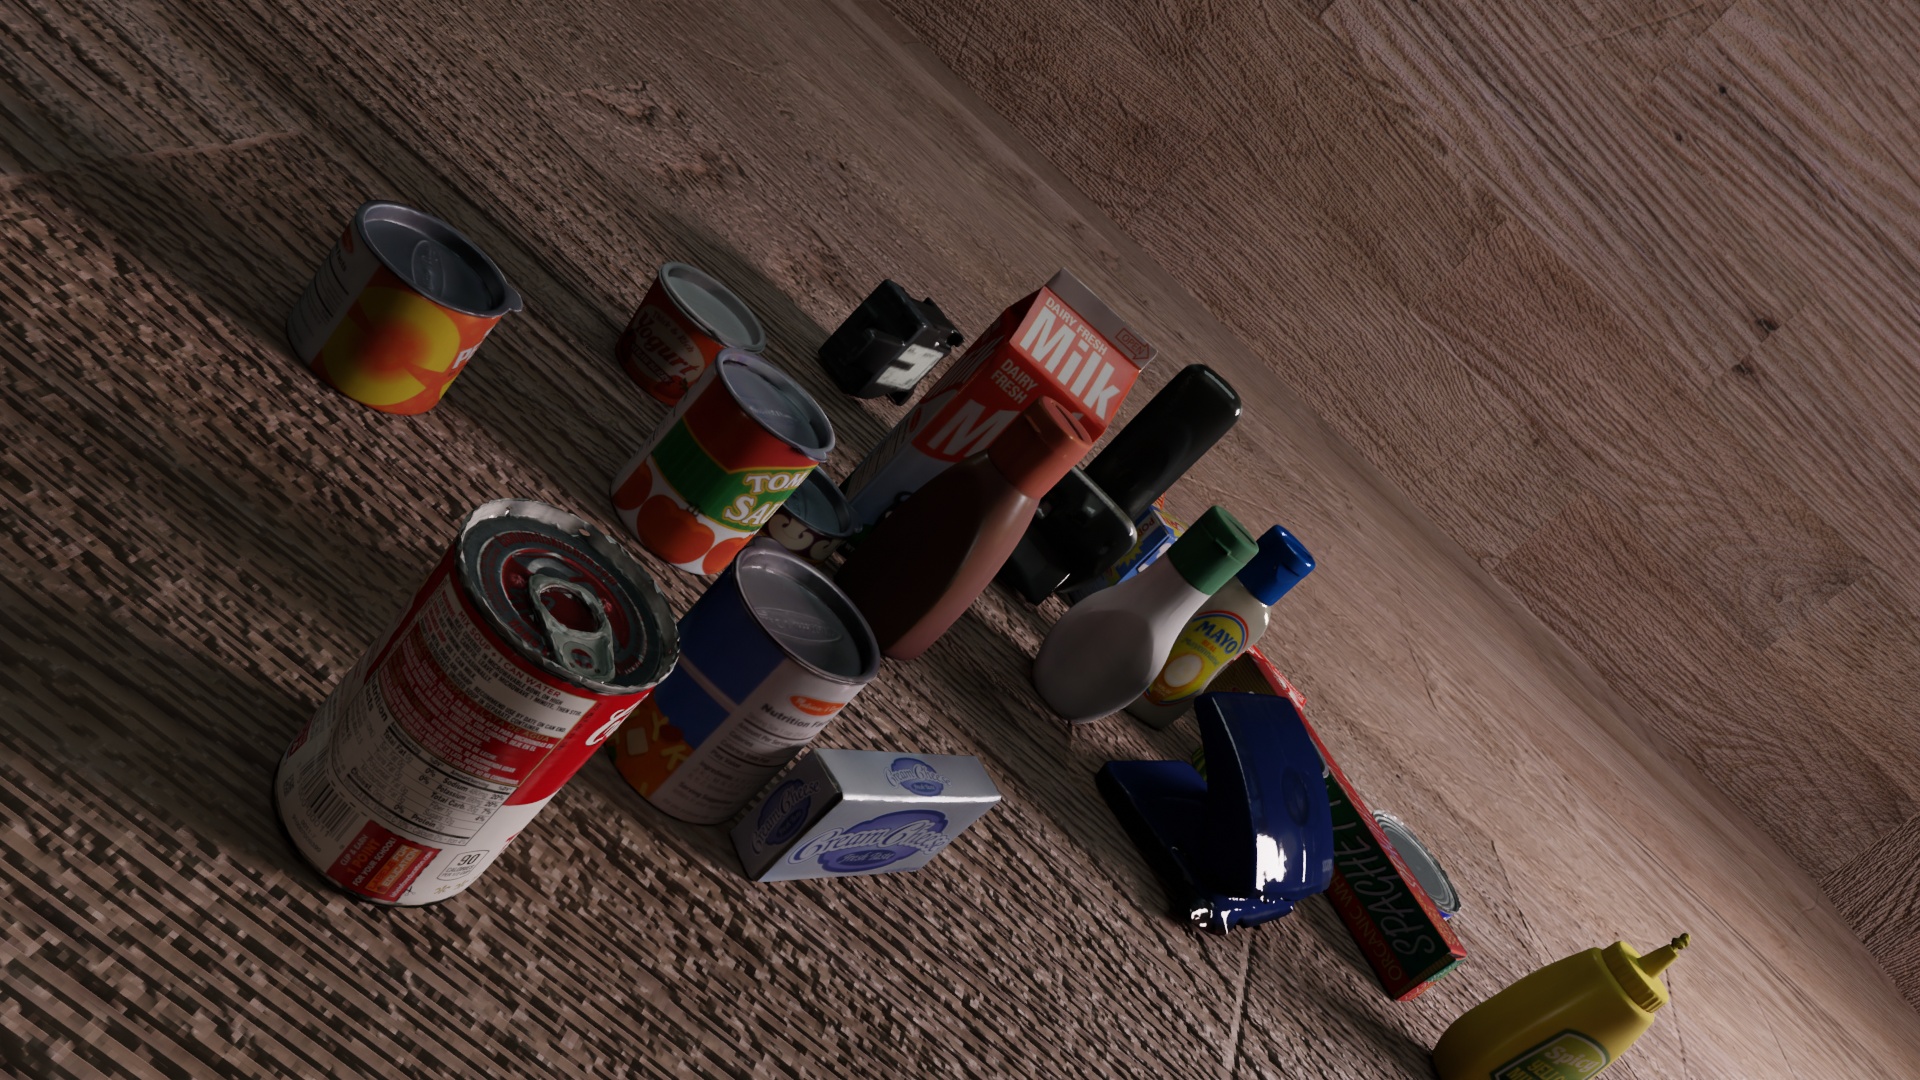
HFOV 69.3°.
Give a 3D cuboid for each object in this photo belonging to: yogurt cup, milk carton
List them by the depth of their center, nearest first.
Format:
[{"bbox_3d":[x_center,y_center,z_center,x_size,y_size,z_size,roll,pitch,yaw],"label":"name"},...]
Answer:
[{"bbox_3d":[-0.146,-0.107,0.742,0.072,0.053,0.073,38,21,-17],"label":"yogurt cup"},{"bbox_3d":[0.016,-0.057,0.756,0.072,0.190,0.074,39,20,-14],"label":"milk carton"}]

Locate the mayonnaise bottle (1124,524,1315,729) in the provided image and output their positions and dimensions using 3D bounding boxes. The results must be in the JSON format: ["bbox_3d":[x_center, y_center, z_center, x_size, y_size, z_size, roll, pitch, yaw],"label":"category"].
[{"bbox_3d":[0.155,0.052,0.870,0.064,0.147,0.041,36,21,-21],"label":"mayonnaise bottle"}]

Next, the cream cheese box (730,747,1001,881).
[{"bbox_3d":[-0.034,0.106,0.538,0.104,0.053,0.024,15,35,-53],"label":"cream cheese box"}]

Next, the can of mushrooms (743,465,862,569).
[{"bbox_3d":[-0.087,-0.014,0.704,0.071,0.033,0.071,38,21,-17],"label":"can of mushrooms"}]

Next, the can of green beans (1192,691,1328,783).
[{"bbox_3d":[0.192,0.143,0.892,0.071,0.057,0.071,38,21,-17],"label":"can of green beans"}]

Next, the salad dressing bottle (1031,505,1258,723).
[{"bbox_3d":[0.105,0.042,0.793,0.064,0.147,0.044,45,20,2],"label":"salad dressing bottle"}]

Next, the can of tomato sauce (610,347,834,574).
[{"bbox_3d":[-0.107,-0.034,0.631,0.071,0.083,0.071,38,21,-17],"label":"can of tomato sauce"}]

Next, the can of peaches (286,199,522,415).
[{"bbox_3d":[-0.223,-0.092,0.559,0.071,0.058,0.071,38,21,-17],"label":"can of peaches"}]

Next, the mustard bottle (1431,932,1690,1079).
[{"bbox_3d":[0.346,0.271,0.788,0.065,0.159,0.049,38,21,-18],"label":"mustard bottle"}]

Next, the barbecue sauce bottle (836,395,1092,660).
[{"bbox_3d":[0.002,-0.009,0.696,0.043,0.148,0.065,19,32,-51],"label":"barbecue sauce bottle"}]

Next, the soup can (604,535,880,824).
[{"bbox_3d":[-0.082,0.051,0.511,0.071,0.083,0.071,38,21,-17],"label":"soup can"}]

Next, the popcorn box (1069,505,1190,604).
[{"bbox_3d":[0.145,0.031,0.981,0.126,0.085,0.038,24,28,-43],"label":"popcorn box"}]

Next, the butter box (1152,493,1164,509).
[{"bbox_3d":[0.134,-0.016,1.099,0.024,0.053,0.104,43,20,-3],"label":"butter box"}]

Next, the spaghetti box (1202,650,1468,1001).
[{"bbox_3d":[0.240,0.182,0.919,0.028,0.050,0.251,24,28,-44],"label":"spaghetti box"}]
